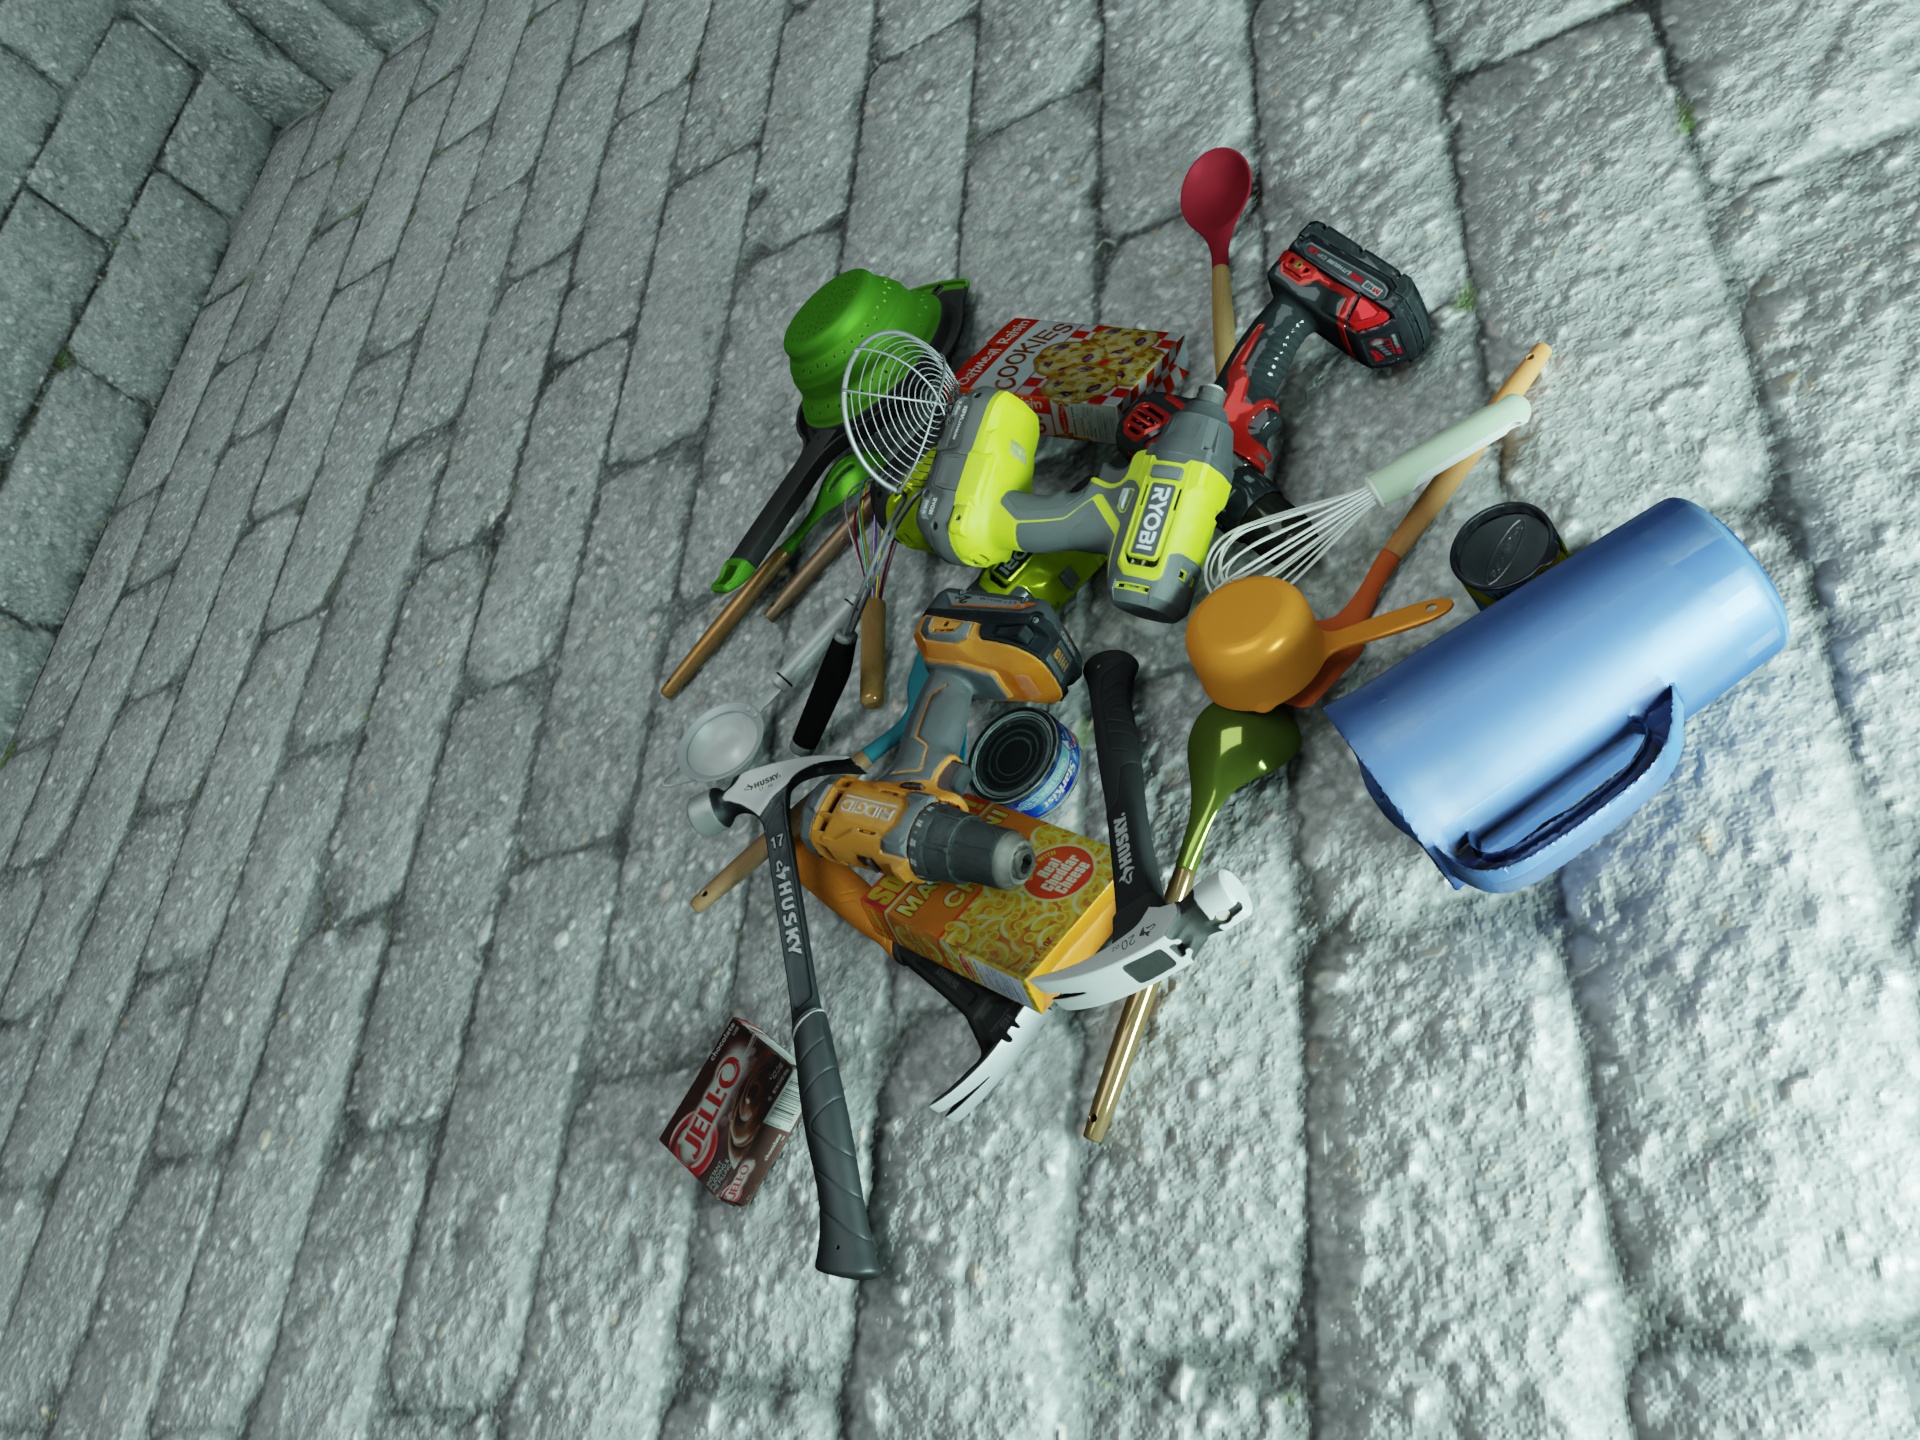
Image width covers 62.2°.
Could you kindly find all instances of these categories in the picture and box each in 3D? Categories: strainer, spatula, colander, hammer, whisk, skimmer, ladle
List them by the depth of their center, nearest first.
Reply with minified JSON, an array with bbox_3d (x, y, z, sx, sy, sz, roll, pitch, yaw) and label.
[{"bbox_3d":[0.148,0.128,1.061,0.078,0.062,0.320,12,77,43],"label":"ladle"},{"bbox_3d":[0.107,0.055,1.073,0.146,0.035,0.335,-38,27,22],"label":"hammer"},{"bbox_3d":[0.278,-0.152,1.094,0.246,0.057,0.059,-31,76,12],"label":"whisk"},{"bbox_3d":[0.309,-0.138,1.100,0.322,0.041,0.081,-53,42,-4],"label":"spatula"},{"bbox_3d":[-0.108,0.203,1.160,0.149,0.036,0.409,-24,56,15],"label":"hammer"},{"bbox_3d":[-0.062,0.163,1.208,0.127,0.034,0.337,-52,43,-4],"label":"hammer"},{"bbox_3d":[-0.100,0.040,1.289,0.317,0.044,0.082,-42,55,-10],"label":"spatula"},{"bbox_3d":[-0.090,-0.135,1.303,0.090,0.127,0.363,43,124,30],"label":"skimmer"},{"bbox_3d":[0.220,-0.361,1.337,0.069,0.031,0.316,-19,53,33],"label":"ladle"},{"bbox_3d":[-0.077,-0.120,1.407,0.047,0.051,0.245,-18,59,30],"label":"whisk"},{"bbox_3d":[-0.163,-0.026,1.419,0.258,0.050,0.087,-48,49,-5],"label":"strainer"},{"bbox_3d":[-0.074,-0.211,1.484,0.316,0.018,0.060,-47,40,3],"label":"spatula"},{"bbox_3d":[-0.143,-0.299,1.510,0.205,0.094,0.397,9,62,52],"label":"colander"}]

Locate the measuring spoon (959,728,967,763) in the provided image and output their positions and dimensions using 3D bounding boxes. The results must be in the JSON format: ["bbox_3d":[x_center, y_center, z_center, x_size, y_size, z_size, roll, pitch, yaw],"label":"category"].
[{"bbox_3d":[-0.002,-0.004,1.248,0.042,0.021,0.129,-5,60,15],"label":"measuring spoon"}]

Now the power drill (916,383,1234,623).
[{"bbox_3d":[0.090,-0.175,1.180,0.223,0.080,0.171,15,84,34],"label":"power drill"}]

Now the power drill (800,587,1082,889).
[{"bbox_3d":[0.007,0.018,1.147,0.185,0.084,0.226,11,60,37],"label":"power drill"}]

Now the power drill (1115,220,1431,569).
[{"bbox_3d":[0.247,-0.235,1.182,0.226,0.080,0.188,-48,60,5],"label":"power drill"}]

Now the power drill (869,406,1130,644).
[{"bbox_3d":[0.043,-0.179,1.325,0.190,0.080,0.229,-46,45,-2],"label":"power drill"}]

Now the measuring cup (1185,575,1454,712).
[{"bbox_3d":[0.231,-0.066,1.044,0.173,0.052,0.095,-17,41,24],"label":"measuring cup"}]

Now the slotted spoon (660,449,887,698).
[{"bbox_3d":[-0.184,-0.143,1.523,0.314,0.031,0.070,-49,31,4],"label":"slotted spoon"}]
